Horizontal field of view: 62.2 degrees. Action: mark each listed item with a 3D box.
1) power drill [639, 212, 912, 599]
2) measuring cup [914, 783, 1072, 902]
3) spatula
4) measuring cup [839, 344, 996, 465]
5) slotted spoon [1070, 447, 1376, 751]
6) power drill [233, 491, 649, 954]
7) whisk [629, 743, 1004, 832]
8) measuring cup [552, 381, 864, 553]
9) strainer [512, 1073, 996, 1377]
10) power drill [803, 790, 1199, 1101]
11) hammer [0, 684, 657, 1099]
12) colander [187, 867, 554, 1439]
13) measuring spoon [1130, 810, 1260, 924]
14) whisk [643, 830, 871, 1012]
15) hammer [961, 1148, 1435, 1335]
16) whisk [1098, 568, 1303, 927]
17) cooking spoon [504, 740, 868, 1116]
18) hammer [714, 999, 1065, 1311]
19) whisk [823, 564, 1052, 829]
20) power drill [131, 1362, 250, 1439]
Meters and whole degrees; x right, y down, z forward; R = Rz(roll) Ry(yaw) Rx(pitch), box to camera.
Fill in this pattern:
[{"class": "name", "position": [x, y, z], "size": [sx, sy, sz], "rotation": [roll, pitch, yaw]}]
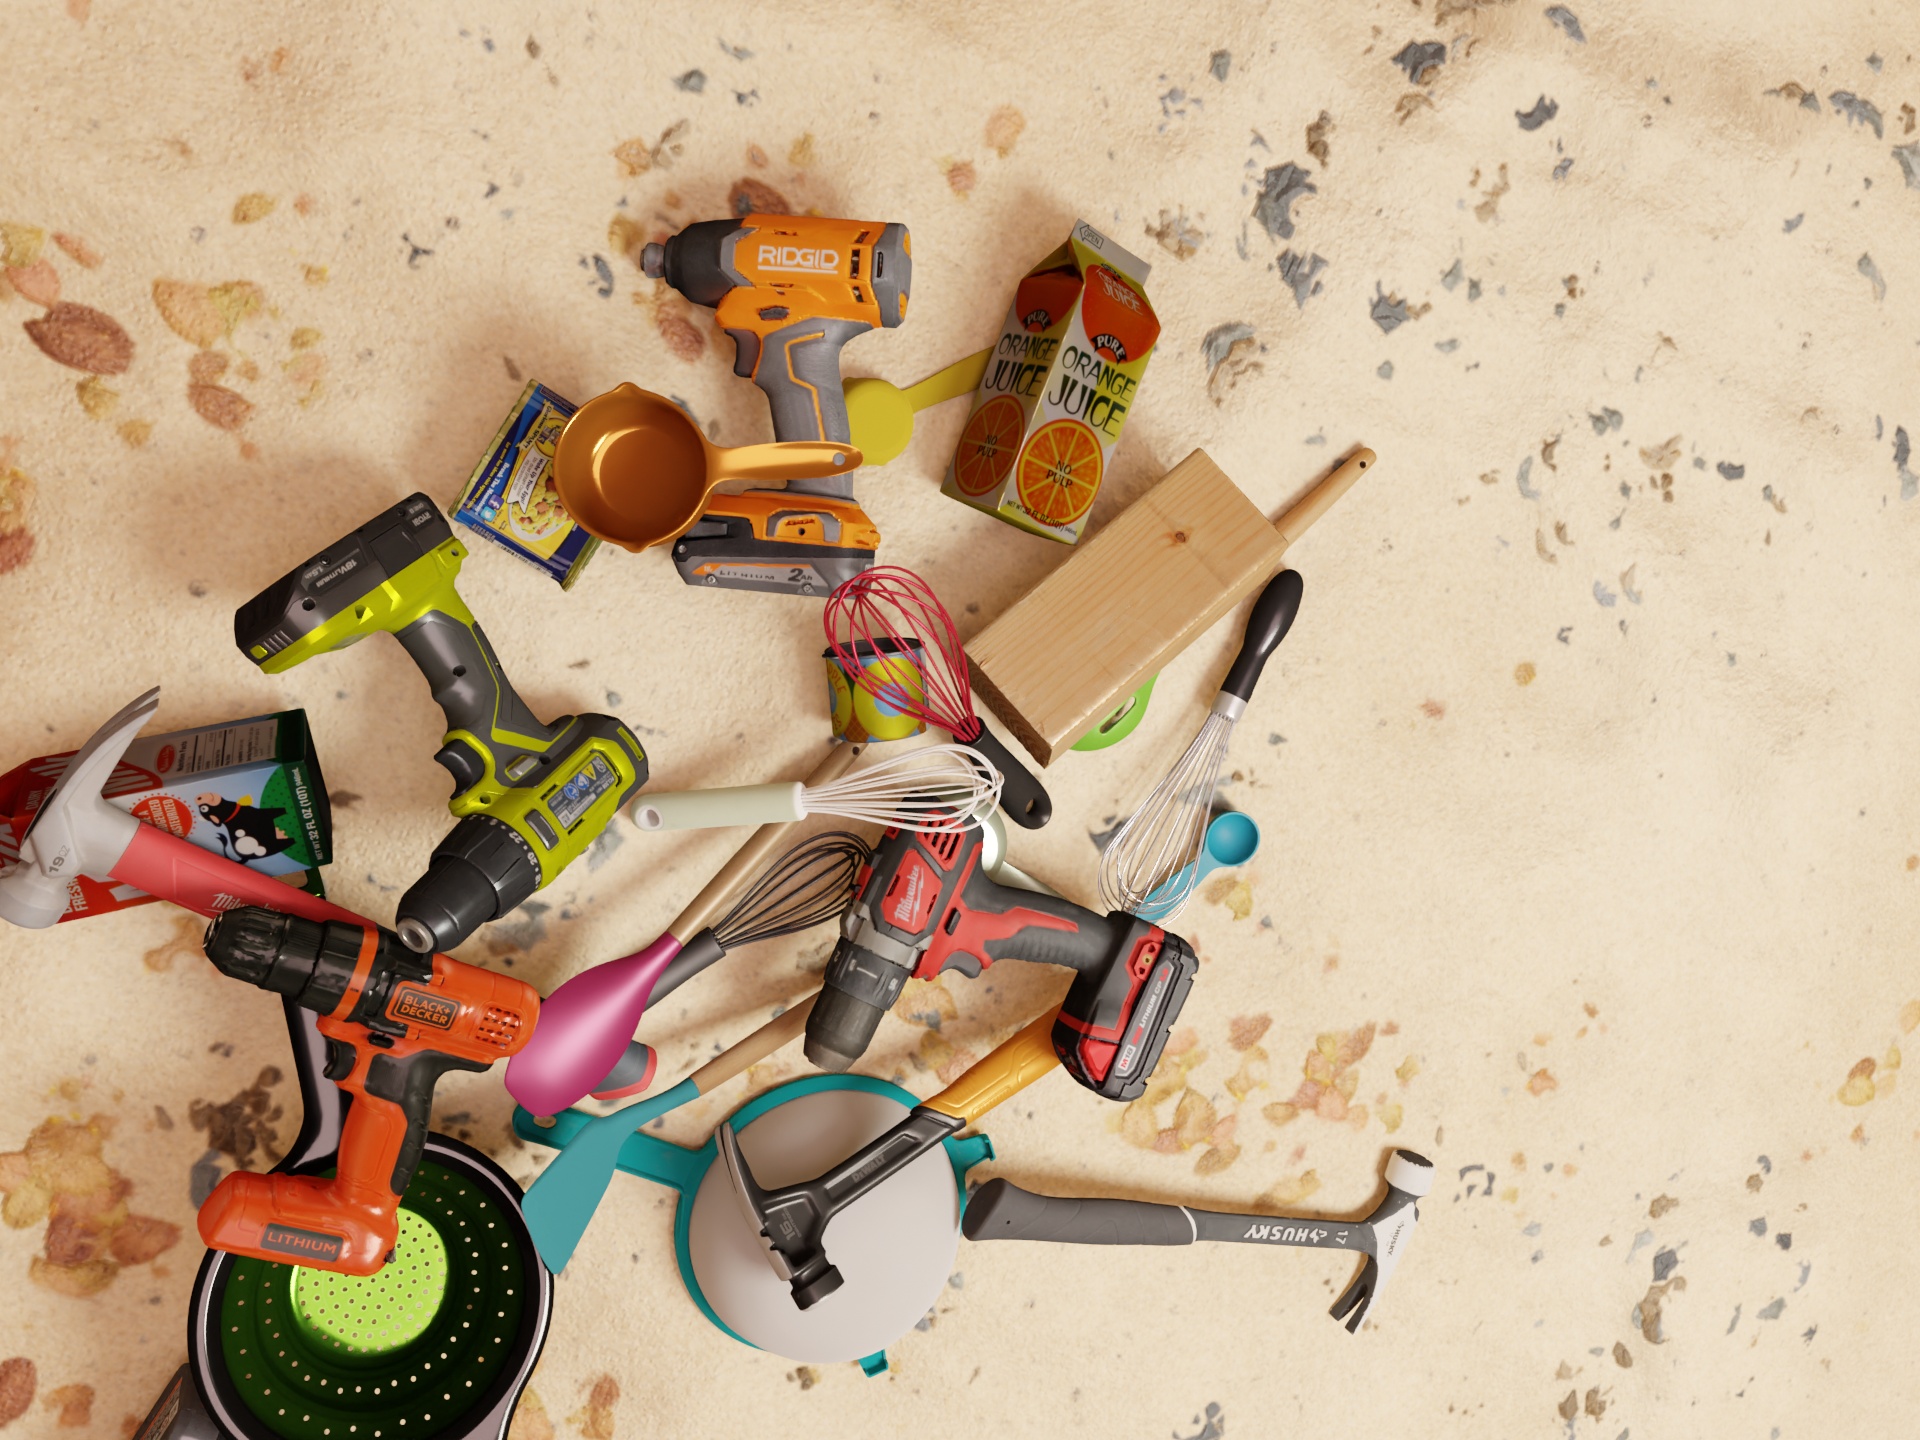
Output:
[{"class": "power drill", "position": [-0.119, -0.193, 0.970], "size": [0.164, 0.084, 0.226], "rotation": [6, 96, 5]}, {"class": "measuring cup", "position": [0.031, 0.108, 1.106], "size": [0.167, 0.038, 0.083], "rotation": [34, 88, -19]}, {"class": "spatula", "position": [-0.145, 0.232, 1.034], "size": [0.317, 0.044, 0.082], "rotation": [-30, 134, -26]}, {"class": "measuring cup", "position": [-0.014, -0.214, 1.034], "size": [0.156, 0.029, 0.062], "rotation": [-27, 107, -11]}, {"class": "slotted spoon", "position": [0.182, -0.091, 1.127], "size": [0.314, 0.031, 0.070], "rotation": [-42, 106, -9]}, {"class": "power drill", "position": [-0.301, 0.003, 0.913], "size": [0.228, 0.080, 0.191], "rotation": [56, 40, -16]}, {"class": "whisk", "position": [-0.093, 0.049, 1.003], "size": [0.246, 0.059, 0.057], "rotation": [-5, 110, 12]}, {"class": "measuring cup", "position": [-0.142, -0.144, 0.913], "size": [0.173, 0.052, 0.095], "rotation": [-3, 93, -4]}, {"class": "strainer", "position": [-0.136, 0.331, 1.063], "size": [0.340, 0.095, 0.211], "rotation": [27, 91, -22]}, {"class": "power drill", "position": [0.021, 0.173, 1.042], "size": [0.226, 0.080, 0.188], "rotation": [27, 83, -13]}, {"class": "hammer", "position": [-0.332, 0.125, 0.926], "size": [0.386, 0.038, 0.143], "rotation": [33, 98, -32]}, {"class": "colander", "position": [-0.379, 0.273, 0.984], "size": [0.204, 0.094, 0.397], "rotation": [-12, 86, -23]}, {"class": "measuring spoon", "position": [0.164, 0.113, 1.168], "size": [0.128, 0.021, 0.042], "rotation": [-41, 106, 2]}, {"class": "whisk", "position": [-0.161, 0.149, 1.050], "size": [0.239, 0.055, 0.055], "rotation": [-32, 109, -6]}, {"class": "hammer", "position": [0.181, 0.380, 1.183], "size": [0.408, 0.036, 0.149], "rotation": [13, 98, -29]}, {"class": "whisk", "position": [0.177, 0.019, 1.134], "size": [0.070, 0.070, 0.284], "rotation": [28, 85, -21]}, {"class": "cooking spoon", "position": [-0.164, 0.120, 1.011], "size": [0.319, 0.017, 0.068], "rotation": [-48, 122, -22]}, {"class": "hammer", "position": [-0.001, 0.250, 1.078], "size": [0.337, 0.034, 0.127], "rotation": [-27, 82, -30]}, {"class": "whisk", "position": [-0.002, -0.003, 1.009], "size": [0.073, 0.073, 0.295], "rotation": [-45, 140, -6]}, {"class": "power drill", "position": [-0.429, 0.525, 1.013], "size": [0.226, 0.084, 0.185], "rotation": [33, 90, -26]}]
